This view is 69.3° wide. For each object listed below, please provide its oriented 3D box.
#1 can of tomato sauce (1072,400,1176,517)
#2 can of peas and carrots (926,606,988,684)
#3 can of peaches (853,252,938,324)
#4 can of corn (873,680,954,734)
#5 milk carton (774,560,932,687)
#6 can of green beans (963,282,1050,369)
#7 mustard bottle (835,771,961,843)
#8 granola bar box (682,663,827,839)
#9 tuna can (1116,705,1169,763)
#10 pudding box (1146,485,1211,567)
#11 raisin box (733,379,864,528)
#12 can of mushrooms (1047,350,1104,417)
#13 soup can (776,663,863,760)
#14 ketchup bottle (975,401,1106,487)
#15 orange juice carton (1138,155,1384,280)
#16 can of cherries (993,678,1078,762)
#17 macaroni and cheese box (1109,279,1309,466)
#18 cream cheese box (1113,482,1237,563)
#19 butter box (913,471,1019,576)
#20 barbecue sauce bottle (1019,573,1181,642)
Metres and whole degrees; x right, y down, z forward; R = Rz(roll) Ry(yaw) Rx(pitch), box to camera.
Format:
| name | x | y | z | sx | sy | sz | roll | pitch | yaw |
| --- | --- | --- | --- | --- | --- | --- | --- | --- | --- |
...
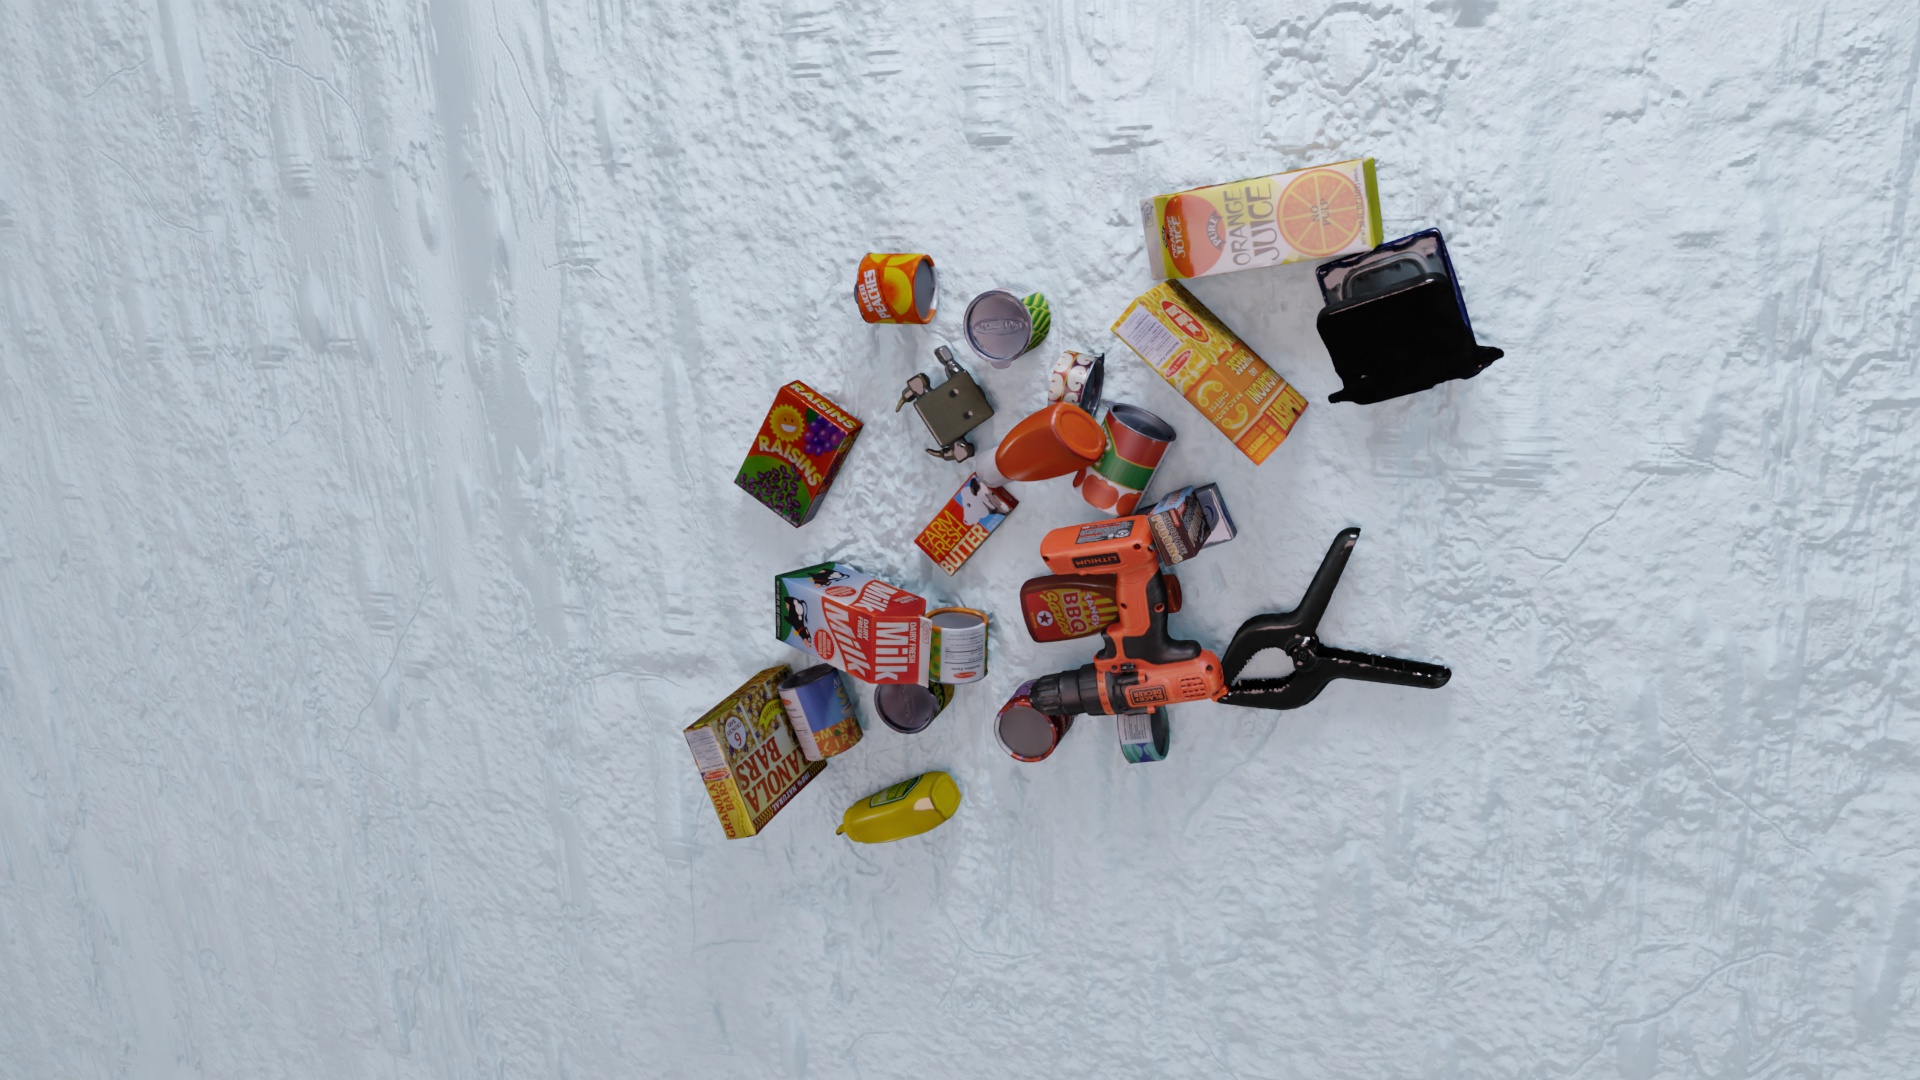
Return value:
| name | x | y | z | sx | sy | sz | roll | pitch | yaw |
| --- | --- | --- | --- | --- | --- | --- | --- | --- | --- |
| can of tomato sauce | 0.146 | -0.074 | 1.258 | 0.071 | 0.071 | 0.082 | 30 | 116 | 11 |
| can of peas and carrots | -0.006 | 0.103 | 1.378 | 0.071 | 0.071 | 0.058 | 8 | 109 | 20 |
| can of peaches | -0.059 | -0.233 | 1.289 | 0.058 | 0.071 | 0.071 | 4 | 108 | 20 |
| can of corn | -0.044 | 0.155 | 1.412 | 0.071 | 0.058 | 0.071 | 7 | 109 | 20 |
| milk carton | -0.096 | 0.083 | 1.364 | 0.191 | 0.074 | 0.072 | 20 | 115 | 41 |
| can of green beans | 0.043 | -0.199 | 1.265 | 0.071 | 0.058 | 0.071 | 7 | 109 | 20 |
| mustard bottle | -0.076 | 0.289 | 1.466 | 0.160 | 0.065 | 0.048 | -24 | 101 | 30 |
| granola bar box | -0.207 | 0.215 | 1.438 | 0.039 | 0.166 | 0.124 | -16 | 100 | 25 |
| tuna can | 0.176 | 0.180 | 1.329 | 0.033 | 0.071 | 0.071 | -9 | 103 | 24 |
| pudding box | 0.192 | -0.014 | 1.221 | 0.030 | 0.084 | 0.049 | -20 | 97 | 24 |
| raisin box | -0.163 | -0.087 | 1.395 | 0.086 | 0.040 | 0.122 | 35 | 117 | 9 |
| can of mushrooms | 0.105 | -0.139 | 1.256 | 0.033 | 0.071 | 0.070 | 15 | 112 | 18 |
| soup can | -0.144 | 0.178 | 1.458 | 0.071 | 0.071 | 0.083 | -16 | 101 | 26 |
| ketchup bottle | 0.066 | -0.081 | 1.266 | 0.064 | 0.044 | 0.148 | 37 | 152 | -19 |
| orange juice carton | 0.246 | -0.265 | 1.154 | 0.192 | 0.073 | 0.071 | -5 | 105 | 24 |
| can of cherries | 0.075 | 0.177 | 1.371 | 0.071 | 0.058 | 0.071 | 7 | 109 | 21 |
| macaroni and cheese box | 0.214 | -0.147 | 1.175 | 0.166 | 0.124 | 0.040 | 43 | 118 | 4 |
| cream cheese box | 0.197 | -0.012 | 1.281 | 0.103 | 0.024 | 0.053 | -20 | 99 | 26 |
| butter box | 0.005 | -0.017 | 1.357 | 0.053 | 0.024 | 0.103 | 44 | 117 | 3 |
| barbecue sauce bottle | 0.134 | 0.058 | 1.318 | 0.148 | 0.044 | 0.064 | -9 | 108 | 24 |
